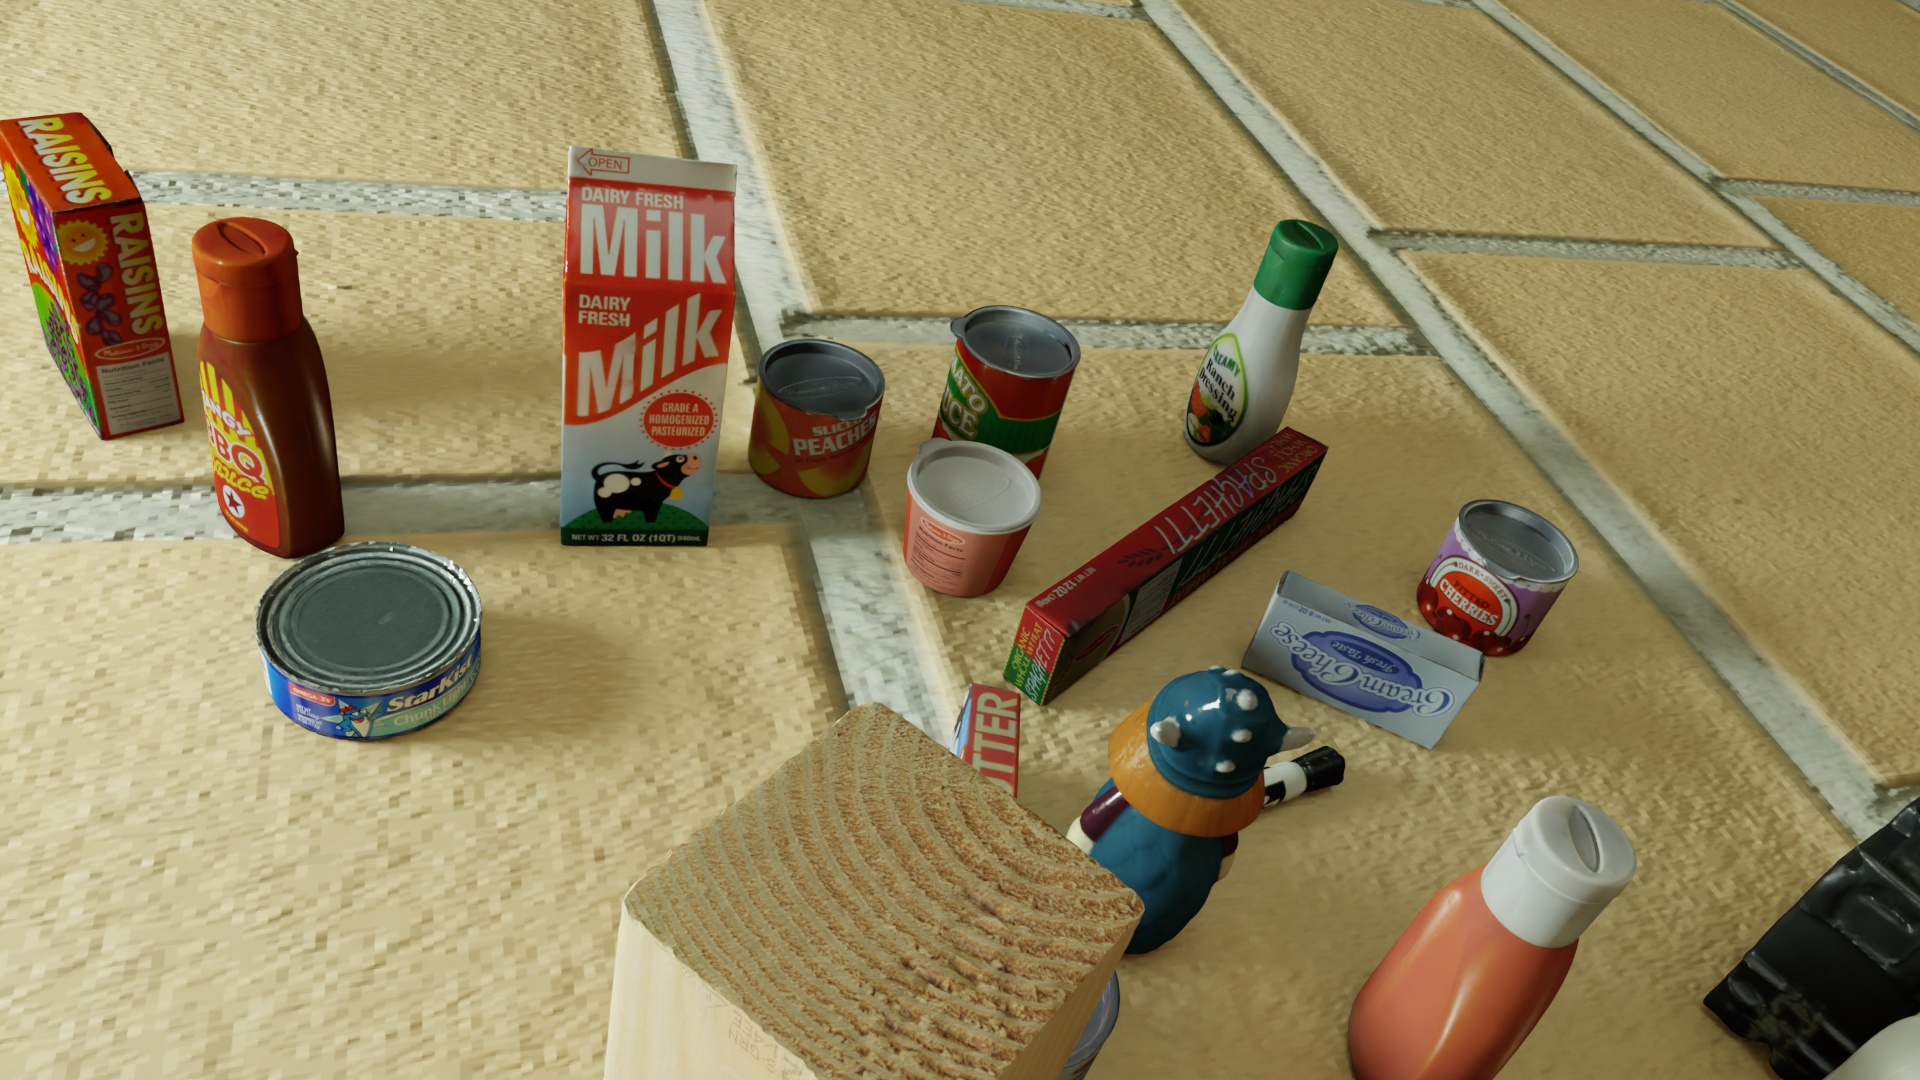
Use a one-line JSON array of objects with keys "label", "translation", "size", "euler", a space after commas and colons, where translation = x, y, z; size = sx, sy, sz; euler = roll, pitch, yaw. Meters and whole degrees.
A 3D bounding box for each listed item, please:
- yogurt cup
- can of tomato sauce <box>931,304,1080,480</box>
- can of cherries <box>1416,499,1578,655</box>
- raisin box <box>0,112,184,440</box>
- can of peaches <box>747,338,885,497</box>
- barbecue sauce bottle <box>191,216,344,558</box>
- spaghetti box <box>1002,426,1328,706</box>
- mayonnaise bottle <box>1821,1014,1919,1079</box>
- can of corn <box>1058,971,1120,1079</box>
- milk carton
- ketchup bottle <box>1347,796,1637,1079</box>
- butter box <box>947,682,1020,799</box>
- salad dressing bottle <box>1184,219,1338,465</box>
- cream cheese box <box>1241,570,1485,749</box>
[{"label": "yogurt cup", "translation": [0.002, -0.009, 0.698], "size": [0.072, 0.053, 0.073], "euler": [9, 40, -8]}, {"label": "can of tomato sauce", "translation": [0.021, -0.076, 0.758], "size": [0.071, 0.082, 0.071], "euler": [9, 40, -8]}, {"label": "can of cherries", "translation": [0.288, 0.021, 0.754], "size": [0.071, 0.058, 0.072], "euler": [9, 40, -8]}, {"label": "raisin box", "translation": [-0.400, -0.121, 0.642], "size": [0.040, 0.122, 0.086], "euler": [-22, 53, -36]}, {"label": "can of peaches", "translation": [-0.076, -0.063, 0.731], "size": [0.071, 0.057, 0.071], "euler": [9, 40, -8]}, {"label": "barbecue sauce bottle", "translation": [-0.296, -0.064, 0.591], "size": [0.065, 0.147, 0.044], "euler": [35, 43, 21]}, {"label": "spaghetti box", "translation": [0.114, 0.006, 0.721], "size": [0.029, 0.049, 0.251], "euler": [37, 44, 23]}, {"label": "mayonnaise bottle", "translation": [0.348, 0.201, 0.498], "size": [0.065, 0.147, 0.041], "euler": [8, 41, -10]}, {"label": "can of corn", "translation": [0.015, 0.169, 0.495], "size": [0.071, 0.058, 0.071], "euler": [9, 40, -8]}, {"label": "milk carton", "translation": [-0.146, -0.090, 0.637], "size": [0.072, 0.189, 0.074], "euler": [1, 42, -17]}, {"label": "ketchup bottle", "translation": [0.188, 0.152, 0.502], "size": [0.043, 0.148, 0.065], "euler": [14, 40, -2]}, {"label": "butter box", "translation": [0.006, 0.113, 0.561], "size": [0.024, 0.052, 0.104], "euler": [12, 40, -5]}, {"label": "salad dressing bottle", "translation": [0.173, -0.112, 0.800], "size": [0.044, 0.146, 0.064], "euler": [-4, 44, -22]}, {"label": "cream cheese box", "translation": [0.197, 0.059, 0.685], "size": [0.104, 0.053, 0.024], "euler": [23, 41, 9]}]
